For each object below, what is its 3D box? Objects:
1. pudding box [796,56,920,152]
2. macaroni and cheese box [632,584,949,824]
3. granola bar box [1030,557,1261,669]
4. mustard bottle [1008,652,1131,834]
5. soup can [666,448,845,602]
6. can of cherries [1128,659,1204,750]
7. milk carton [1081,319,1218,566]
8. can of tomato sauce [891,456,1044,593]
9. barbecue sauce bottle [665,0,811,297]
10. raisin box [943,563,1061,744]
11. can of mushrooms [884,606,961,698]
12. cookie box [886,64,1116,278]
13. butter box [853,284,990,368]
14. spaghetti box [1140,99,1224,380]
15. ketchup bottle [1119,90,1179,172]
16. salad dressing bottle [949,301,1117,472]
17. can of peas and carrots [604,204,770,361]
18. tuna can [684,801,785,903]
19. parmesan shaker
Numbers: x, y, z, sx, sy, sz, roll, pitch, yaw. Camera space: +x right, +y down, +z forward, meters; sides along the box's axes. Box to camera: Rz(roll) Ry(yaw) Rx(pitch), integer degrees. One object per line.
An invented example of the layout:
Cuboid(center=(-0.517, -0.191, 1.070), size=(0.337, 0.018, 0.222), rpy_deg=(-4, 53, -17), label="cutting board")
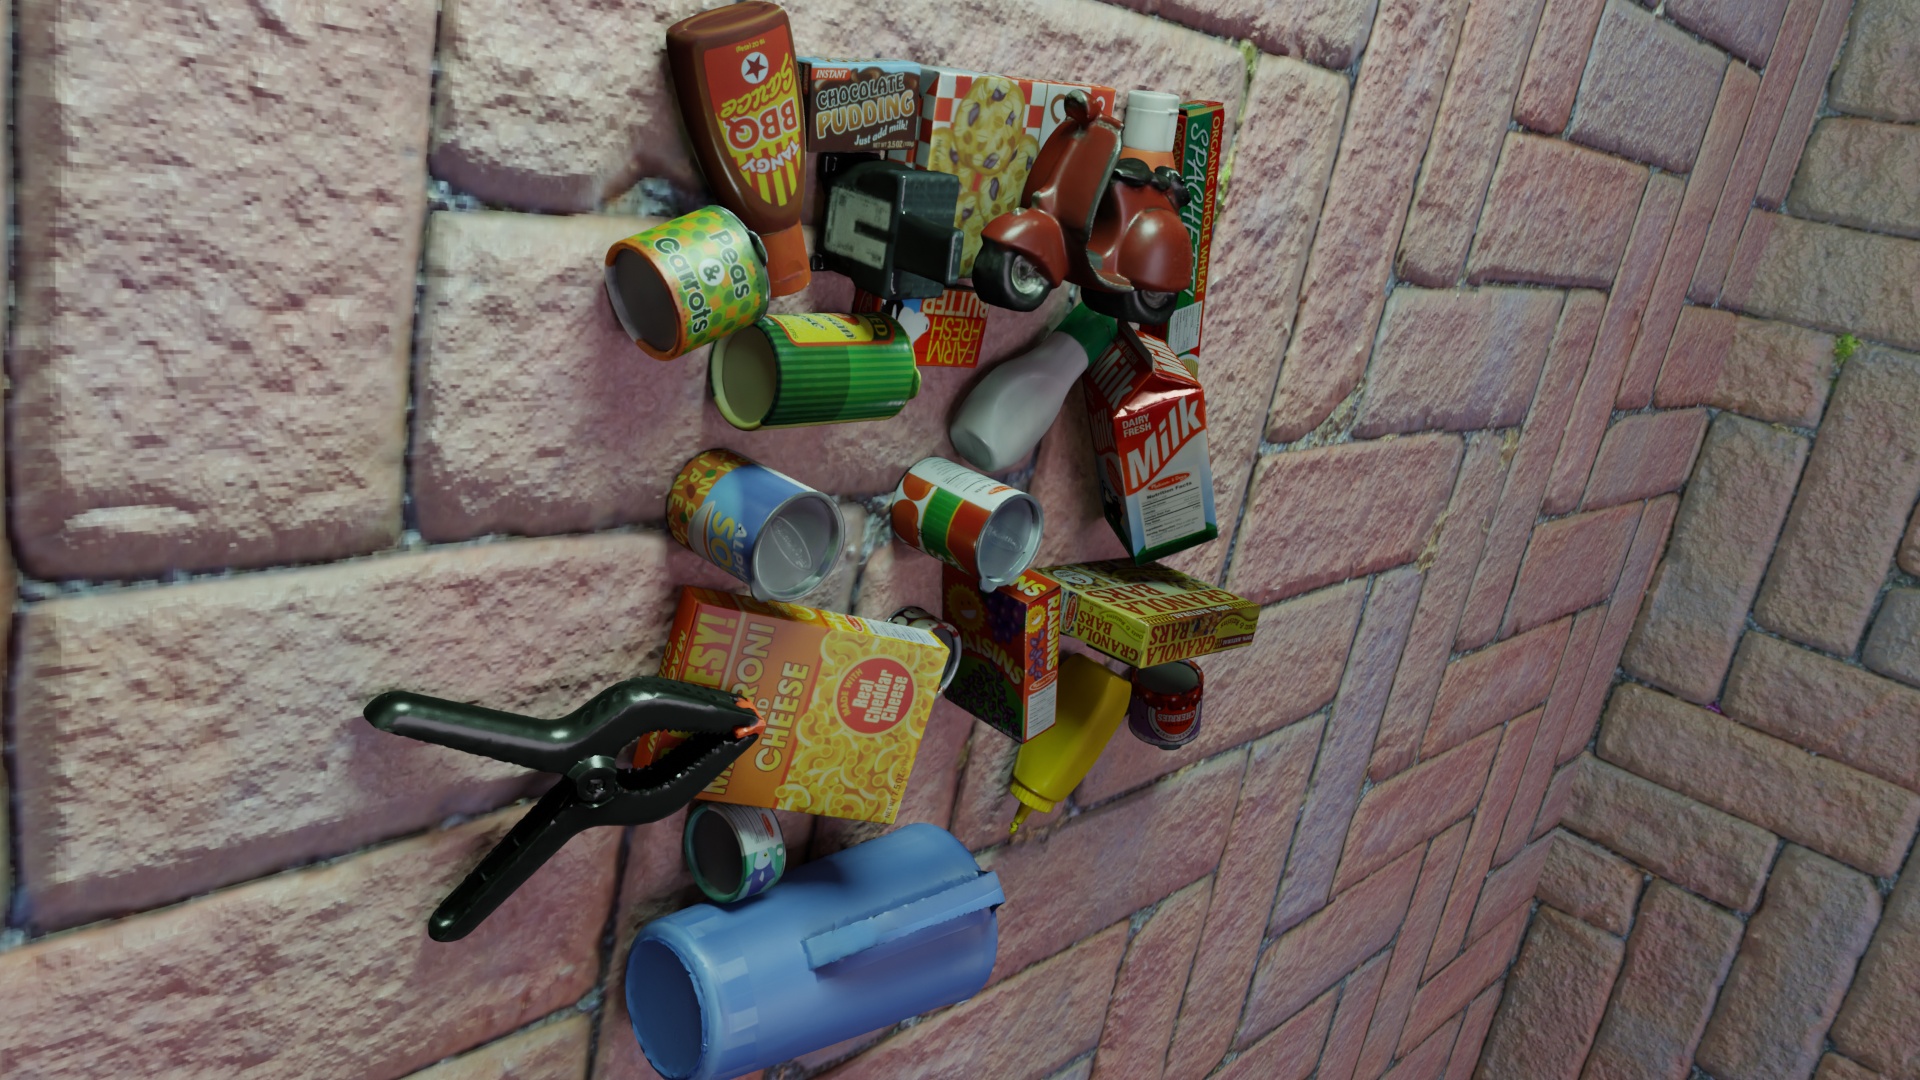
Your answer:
Cuboid(center=(-0.062, -0.246, 0.781), size=(0.084, 0.030, 0.049), rpy_deg=(-17, 122, -44), label="pudding box")
Cuboid(center=(-0.103, 0.104, 0.860), size=(0.166, 0.040, 0.123), rpy_deg=(13, 100, -25), label="macaroni and cheese box")
Cuboid(center=(0.144, 0.055, 1.112), size=(0.166, 0.124, 0.039), rpy_deg=(-5, 112, -48), label="granola bar box")
Cuboid(center=(0.081, 0.174, 1.156), size=(0.049, 0.065, 0.160), rpy_deg=(26, 95, -47), label="mustard bottle")
Cuboid(center=(-0.120, -0.008, 0.799), size=(0.071, 0.084, 0.071), rpy_deg=(-26, 128, -39), label="soup can")
Cuboid(center=(0.187, 0.145, 1.255), size=(0.072, 0.071, 0.058), rpy_deg=(-27, 129, -38), label="can of cherries")
Cuboid(center=(0.143, -0.080, 1.060), size=(0.073, 0.072, 0.189), rpy_deg=(-19, 131, -5), label="milk carton")
Cuboid(center=(0.003, -0.012, 0.943), size=(0.071, 0.083, 0.070), rpy_deg=(-26, 128, -39), label="can of tomato sauce")
Cuboid(center=(-0.110, -0.203, 0.737), size=(0.065, 0.044, 0.147), rpy_deg=(-30, 131, -28), label="barbecue sauce bottle")
Cuboid(center=(0.030, 0.076, 1.020), size=(0.040, 0.086, 0.122), rpy_deg=(-25, 128, -37), label="raisin box")
Cuboid(center=(-0.034, 0.084, 0.993), size=(0.071, 0.033, 0.070), rpy_deg=(-27, 130, -38), label="can of mushrooms")
Cuboid(center=(0.024, -0.232, 0.882), size=(0.168, 0.040, 0.122), rpy_deg=(-14, 121, -45), label="cookie box")
Cuboid(center=(-0.025, -0.139, 0.888), size=(0.104, 0.024, 0.053), rpy_deg=(-6, 113, -48), label="butter box")
Cuboid(center=(0.168, -0.211, 1.072), size=(0.050, 0.029, 0.248), rpy_deg=(-25, 128, -40), label="spaghetti box")
Cuboid(center=(0.128, -0.243, 0.995), size=(0.065, 0.043, 0.148), rpy_deg=(-17, 122, -45), label="ketchup bottle")
Cuboid(center=(0.055, -0.112, 0.982), size=(0.148, 0.044, 0.064), rpy_deg=(-47, 137, -24), label="salad dressing bottle")
Cuboid(center=(-0.140, -0.133, 0.718), size=(0.059, 0.071, 0.070), rpy_deg=(-32, 132, -34), label="can of peas and carrots")
Cuboid(center=(-0.147, 0.200, 0.897), size=(0.033, 0.071, 0.070), rpy_deg=(-8, 116, -47), label="tuna can")
Cuboid(center=(-0.083, -0.098, 0.803), size=(0.103, 0.071, 0.071), rpy_deg=(-10, 117, -47), label="parmesan shaker")
